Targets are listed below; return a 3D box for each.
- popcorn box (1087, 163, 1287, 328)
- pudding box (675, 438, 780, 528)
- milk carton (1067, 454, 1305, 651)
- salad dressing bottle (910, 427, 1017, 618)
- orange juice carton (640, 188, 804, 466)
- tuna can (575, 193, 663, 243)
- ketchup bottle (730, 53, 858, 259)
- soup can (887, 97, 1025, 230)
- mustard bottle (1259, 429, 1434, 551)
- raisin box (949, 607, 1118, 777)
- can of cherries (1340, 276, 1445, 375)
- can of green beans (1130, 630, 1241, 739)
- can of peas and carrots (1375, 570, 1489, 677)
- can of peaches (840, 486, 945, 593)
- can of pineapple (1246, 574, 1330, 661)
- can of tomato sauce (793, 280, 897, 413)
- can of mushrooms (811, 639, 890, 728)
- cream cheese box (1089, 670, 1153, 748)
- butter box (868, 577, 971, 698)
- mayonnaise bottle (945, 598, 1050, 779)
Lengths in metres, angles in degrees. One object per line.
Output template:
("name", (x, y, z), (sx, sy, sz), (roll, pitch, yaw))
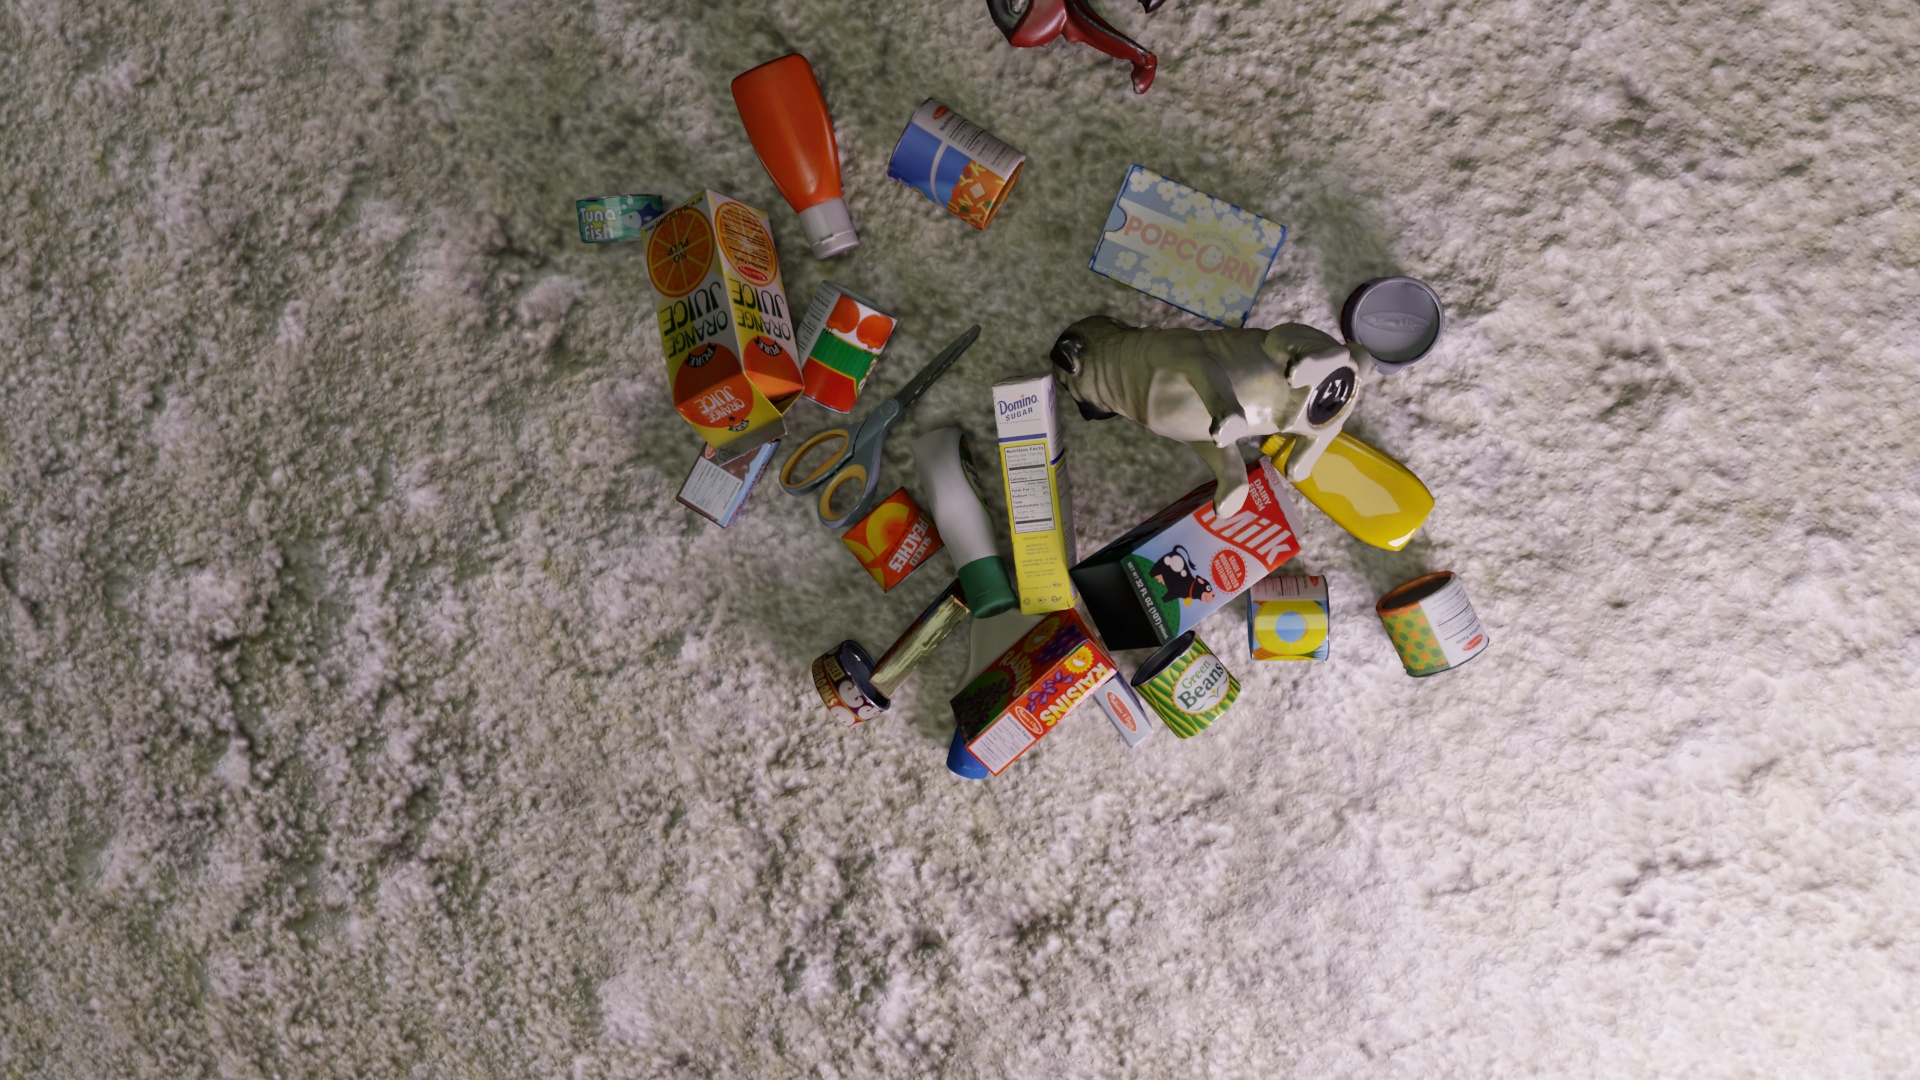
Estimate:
("popcorn box", (0.170, -0.220, 1.047), (0.127, 0.038, 0.085), (23, 103, 3))
("pudding box", (-0.188, -0.057, 1.124), (0.050, 0.030, 0.083), (31, 102, 2))
("milk carton", (0.182, 0.005, 1.040), (0.191, 0.073, 0.072), (-30, 97, -28))
("salad dressing bottle", (0.004, -0.013, 1.071), (0.044, 0.064, 0.148), (-20, 72, 4))
("orange juice carton", (-0.175, -0.157, 1.044), (0.071, 0.073, 0.193), (-21, 75, 30))
("tuna can", (-0.265, -0.250, 1.080), (0.071, 0.071, 0.032), (-3, 101, 8))
("ketchup bottle", (-0.122, -0.292, 1.069), (0.064, 0.043, 0.148), (-19, 97, 11))
("soup can", (-0.004, -0.280, 1.046), (0.084, 0.071, 0.071), (32, 102, 1))
("mustard bottle", (0.279, -0.058, 1.055), (0.160, 0.049, 0.065), (36, 100, 1))
("raisin box", (0.053, 0.110, 1.054), (0.123, 0.086, 0.040), (-41, 107, 5))
("can of cherries", (0.317, -0.160, 1.028), (0.071, 0.058, 0.071), (1, 100, 6))
("can of green beans", (0.177, 0.113, 1.088), (0.071, 0.071, 0.058), (-41, 93, 12))
("can of peas and carrots", (0.357, 0.064, 1.059), (0.071, 0.071, 0.058), (-27, 95, 11))
("can of peaches", (-0.052, -0.001, 1.096), (0.071, 0.071, 0.058), (-39, 92, 12))
("can of pineapple", (0.252, 0.062, 1.070), (0.058, 0.071, 0.071), (-2, 100, 8))
("can of tomato sauce", (-0.095, -0.150, 1.079), (0.071, 0.071, 0.083), (29, 102, 2))
("can of mushrooms", (-0.089, 0.115, 1.121), (0.033, 0.071, 0.071), (-32, 95, 13))
("cream cheese box", (0.120, 0.122, 1.078), (0.024, 0.104, 0.053), (-35, 95, 5))
("butter box", (-0.030, 0.078, 1.116), (0.024, 0.053, 0.103), (42, 103, -4))
("mayonnaise bottle", (0.025, 0.119, 1.122), (0.065, 0.041, 0.147), (17, 102, -1))
